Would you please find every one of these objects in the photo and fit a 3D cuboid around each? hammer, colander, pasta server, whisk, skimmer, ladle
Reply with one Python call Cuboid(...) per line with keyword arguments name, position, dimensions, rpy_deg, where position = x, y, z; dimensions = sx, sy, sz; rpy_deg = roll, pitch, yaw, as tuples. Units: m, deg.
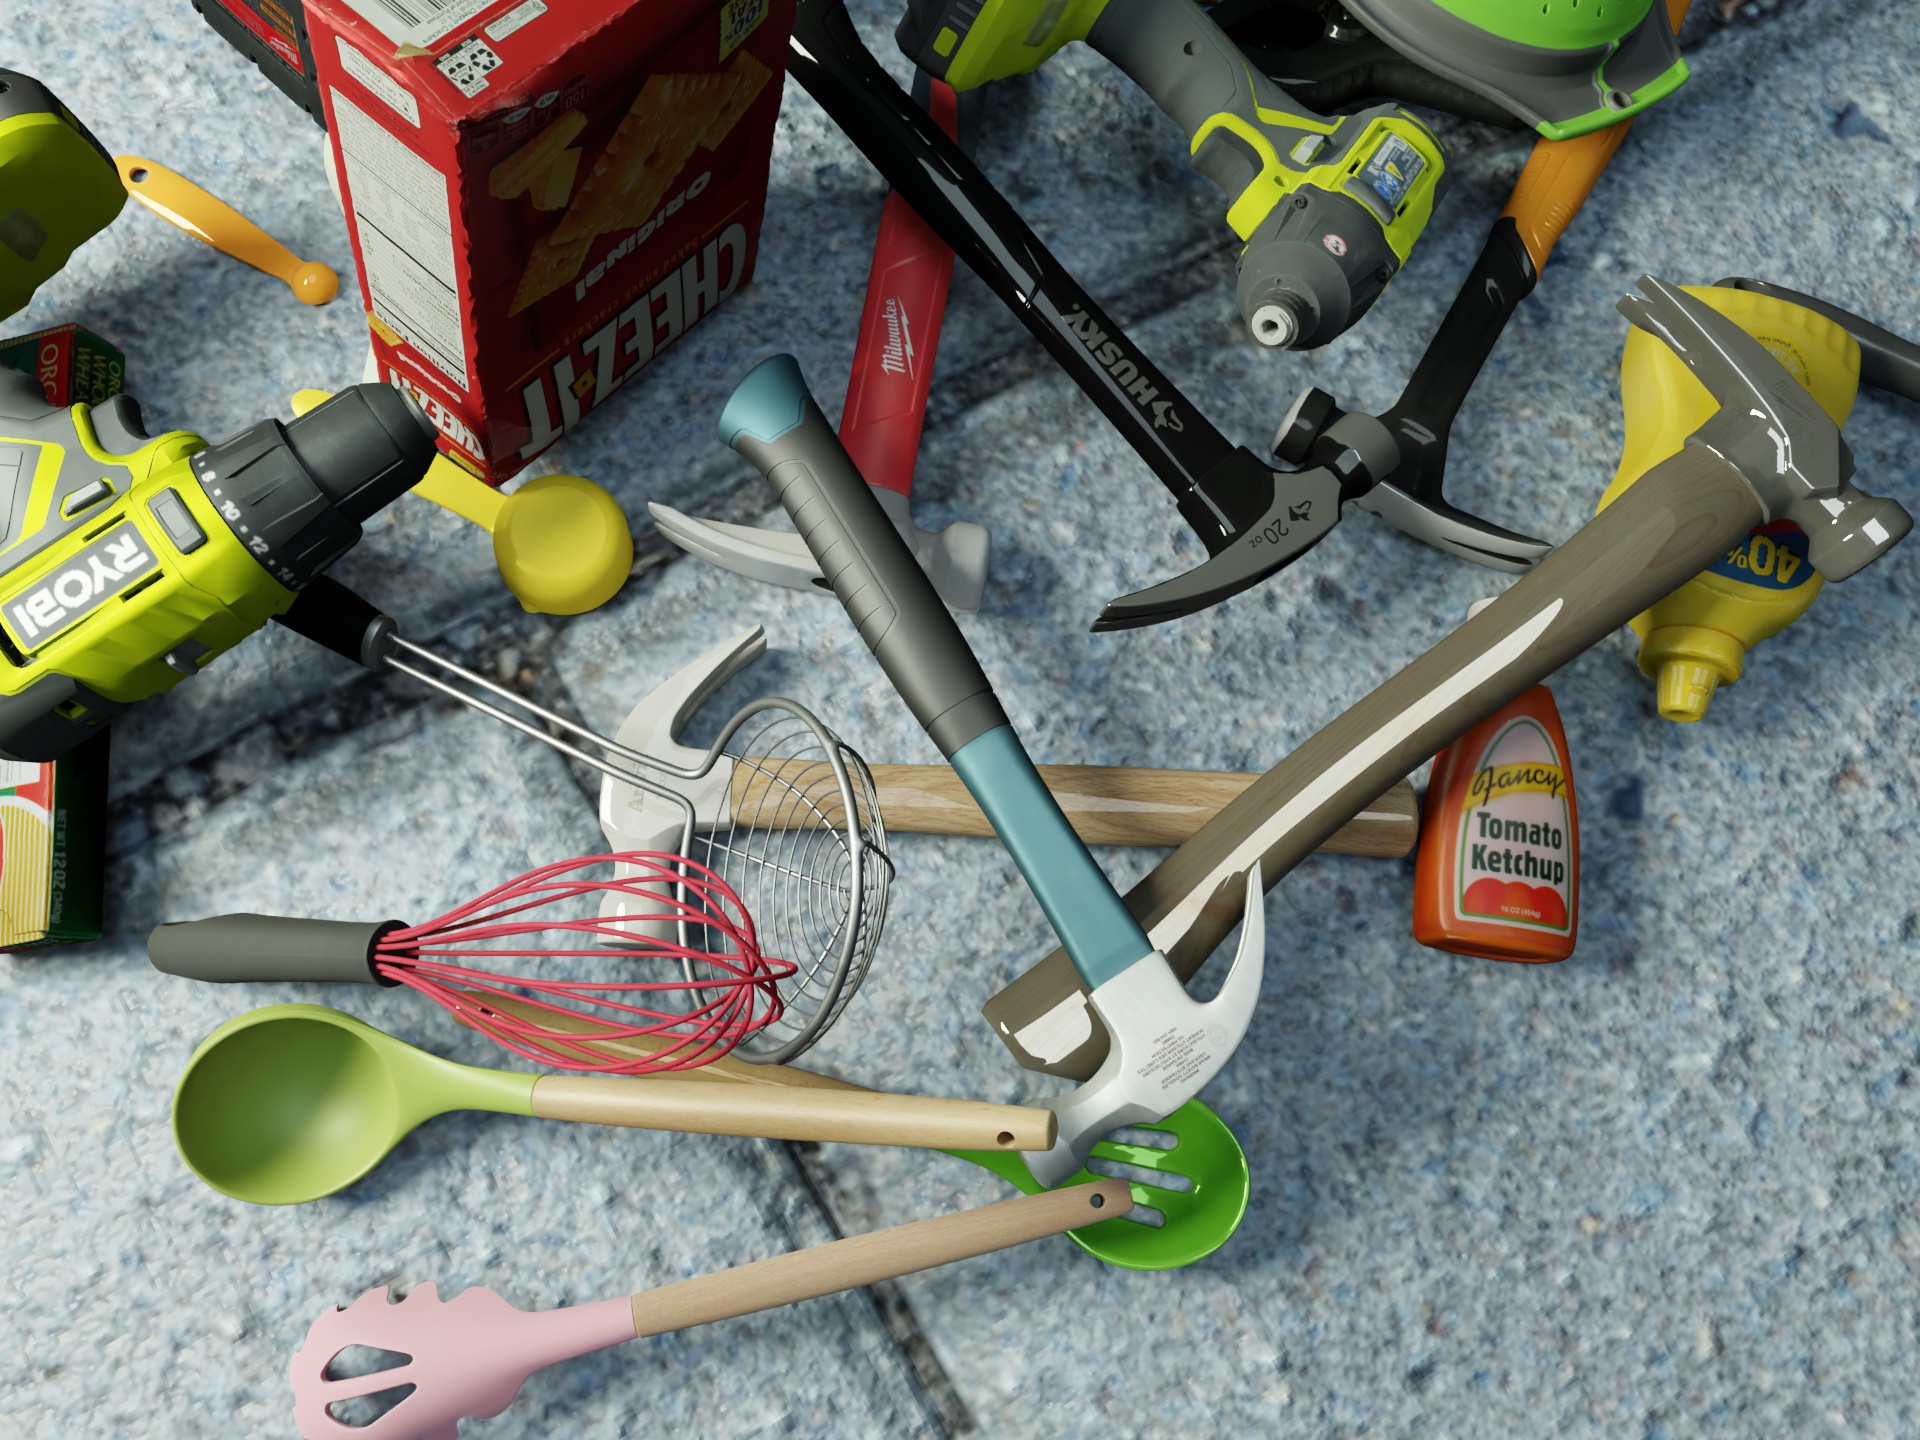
Cuboid(name="hammer", position=(0.021, -0.185, 0.662), dimensions=(0.146, 0.035, 0.335), rpy_deg=(-39, 84, -16))
Cuboid(name="hammer", position=(-0.029, -0.241, 0.712), dimensions=(0.143, 0.038, 0.386), rpy_deg=(10, 75, -1))
Cuboid(name="colander", position=(0.200, -0.445, 0.699), dimensions=(0.204, 0.094, 0.397), rpy_deg=(-30, 81, -26))
Cuboid(name="pasta server", position=(-0.091, 0.211, 0.583), dimensions=(0.316, 0.040, 0.060), rpy_deg=(-12, 77, -6))
Cuboid(name="whisk", position=(-0.181, 0.080, 0.543), dimensions=(0.296, 0.073, 0.073), rpy_deg=(-3, 73, 30))
Cuboid(name="whisk", position=(0.458, -0.154, 0.729), dimensions=(0.239, 0.055, 0.055), rpy_deg=(24, 75, 6))
Cuboid(name="skimmer", position=(-0.183, 0.001, 0.586), dimensions=(0.363, 0.090, 0.127), rpy_deg=(25, 110, 12))
Cuboid(name="ladle", position=(-0.126, 0.137, 0.542), dimensions=(0.320, 0.062, 0.078), rpy_deg=(-1, 111, 18))
Cuboid(name="hammer", position=(0.173, -0.009, 0.627), dimensions=(0.410, 0.038, 0.146), rpy_deg=(-37, 80, -6))
Cuboid(name="hammer", position=(0.022, 0.031, 0.650), dimensions=(0.331, 0.031, 0.130), rpy_deg=(2, 76, -5))
Cuboid(name="hammer", position=(-0.001, -0.002, 0.604), dimensions=(0.128, 0.033, 0.331), rpy_deg=(-31, 75, -2))
Cuboid(name="hammer", position=(0.273, -0.229, 0.737), dimensions=(0.127, 0.034, 0.337), rpy_deg=(30, 75, 4))

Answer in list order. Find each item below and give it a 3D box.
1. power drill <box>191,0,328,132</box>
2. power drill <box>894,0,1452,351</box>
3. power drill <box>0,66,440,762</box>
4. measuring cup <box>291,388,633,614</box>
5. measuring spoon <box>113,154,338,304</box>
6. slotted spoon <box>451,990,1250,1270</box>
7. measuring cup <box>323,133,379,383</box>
Cuboid(name="power drill", position=(-0.195, -0.340, 0.682), dimensions=(0.188, 0.080, 0.227), rpy_deg=(43, 62, 13))
Cuboid(name="power drill", position=(0.092, -0.253, 0.657), dimensions=(0.223, 0.080, 0.171), rpy_deg=(39, 48, -3))
Cuboid(name="power drill", position=(-0.323, -0.123, 0.587), dimensions=(0.190, 0.080, 0.228), rpy_deg=(-36, 82, -7))
Cuboid(name="measuring cup", position=(-0.208, -0.099, 0.657), dimensions=(0.156, 0.029, 0.062), rpy_deg=(29, 75, -4))
Cuboid(name="measuring spoon", position=(-0.322, -0.216, 0.692), dimensions=(0.117, 0.011, 0.021), rpy_deg=(32, 75, 3))
Cuboid(name="slotted spoon", position=(-0.044, 0.148, 0.617), dimensions=(0.314, 0.031, 0.070), rpy_deg=(14, 75, 1))
Cuboid(name="measuring cup", position=(-0.241, -0.201, 0.681), dimensions=(0.083, 0.038, 0.168), rpy_deg=(5, 74, -4))
